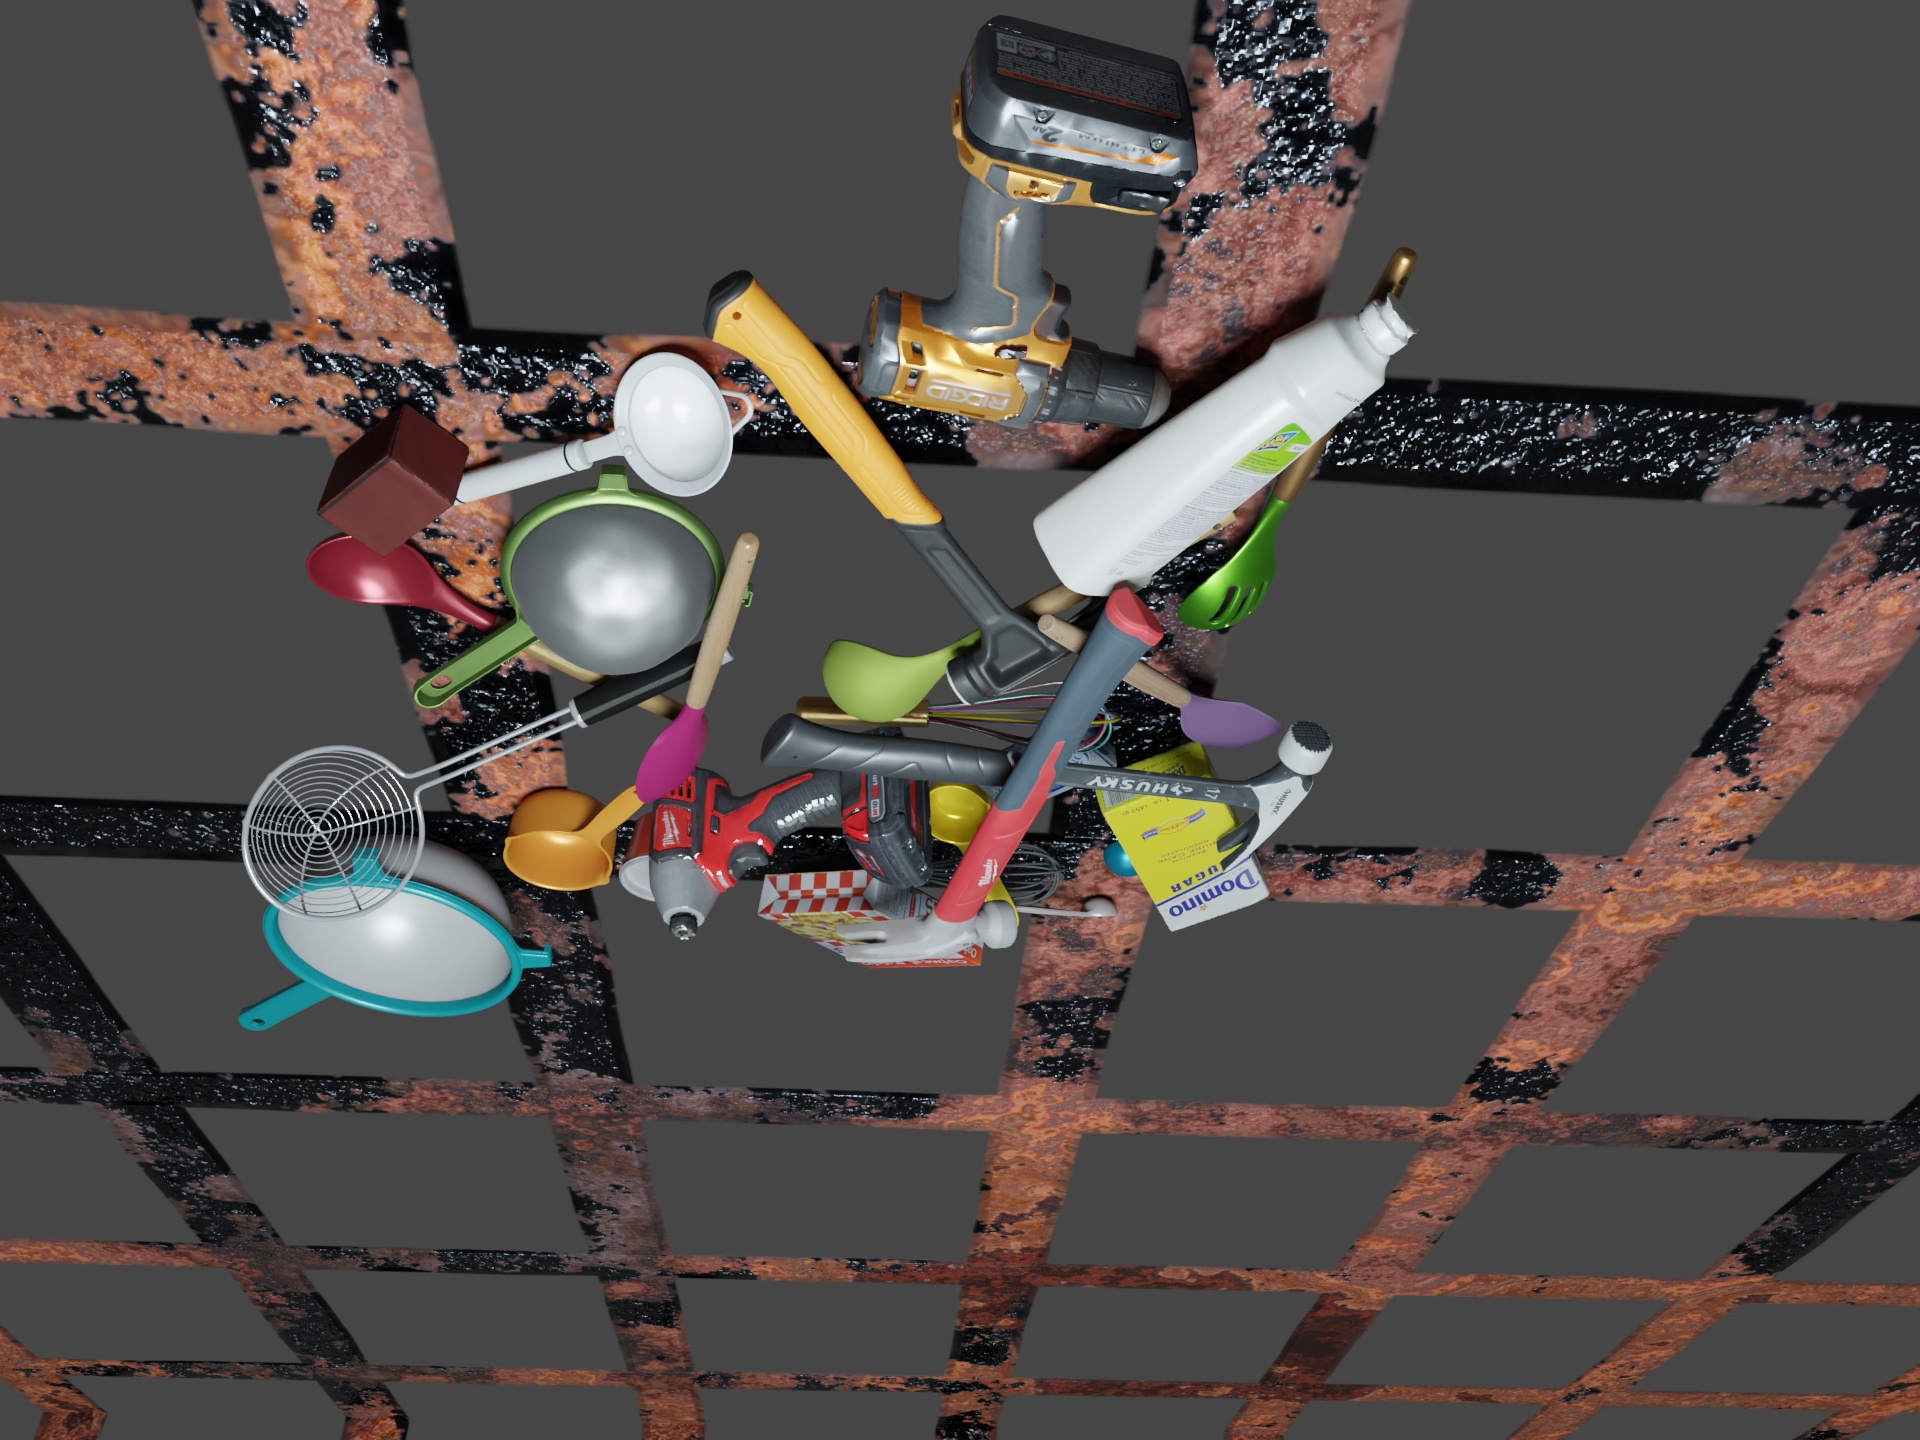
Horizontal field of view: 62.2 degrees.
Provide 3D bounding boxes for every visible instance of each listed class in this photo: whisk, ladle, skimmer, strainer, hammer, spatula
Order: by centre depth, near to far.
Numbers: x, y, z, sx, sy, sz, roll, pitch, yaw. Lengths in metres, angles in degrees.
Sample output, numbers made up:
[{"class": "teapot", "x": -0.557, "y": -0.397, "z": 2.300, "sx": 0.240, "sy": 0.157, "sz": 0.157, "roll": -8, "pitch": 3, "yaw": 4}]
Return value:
[{"class": "hammer", "x": -0.035, "y": -0.146, "z": 0.991, "sx": 0.127, "sy": 0.034, "sz": 0.336, "roll": -29, "pitch": 126, "yaw": 19}, {"class": "strainer", "x": -0.231, "y": -0.169, "z": 0.991, "sx": 0.258, "sy": 0.050, "sz": 0.087, "roll": -11, "pitch": 104, "yaw": 23}, {"class": "strainer", "x": -0.276, "y": -0.056, "z": 1.080, "sx": 0.256, "sy": 0.069, "sz": 0.151, "roll": -28, "pitch": 136, "yaw": 18}, {"class": "hammer", "x": 0.030, "y": 0.052, "z": 1.102, "sx": 0.143, "sy": 0.038, "sz": 0.386, "roll": -2, "pitch": 142, "yaw": -26}, {"class": "ladle", "x": 0.043, "y": -0.081, "z": 1.108, "sx": 0.320, "sy": 0.062, "sz": 0.078, "roll": -26, "pitch": 136, "yaw": 19}, {"class": "spatula", "x": 0.143, "y": -0.022, "z": 1.126, "sx": 0.060, "sy": 0.018, "sz": 0.315, "roll": -24, "pitch": 153, "yaw": 28}, {"class": "skimmer", "x": -0.331, "y": 0.029, "z": 1.136, "sx": 0.363, "sy": 0.090, "sz": 0.127, "roll": -23, "pitch": 109, "yaw": 5}, {"class": "ladle", "x": -0.312, "y": -0.058, "z": 1.139, "sx": 0.315, "sy": 0.031, "sz": 0.069, "roll": 28, "pitch": 129, "yaw": -33}, {"class": "hammer", "x": 0.058, "y": 0.040, "z": 1.168, "sx": 0.408, "sy": 0.036, "sz": 0.149, "roll": 7, "pitch": 136, "yaw": -13}, {"class": "whisk", "x": -0.002, "y": -0.004, "z": 1.198, "sx": 0.245, "sy": 0.047, "sz": 0.051, "roll": 2, "pitch": 129, "yaw": 5}, {"class": "whisk", "x": -0.028, "y": 0.128, "z": 1.358, "sx": 0.239, "sy": 0.055, "sz": 0.055, "roll": 1, "pitch": 141, "yaw": 7}, {"class": "strainer", "x": -0.520, "y": 0.185, "z": 1.388, "sx": 0.340, "sy": 0.095, "sz": 0.210, "roll": -26, "pitch": 131, "yaw": 32}]

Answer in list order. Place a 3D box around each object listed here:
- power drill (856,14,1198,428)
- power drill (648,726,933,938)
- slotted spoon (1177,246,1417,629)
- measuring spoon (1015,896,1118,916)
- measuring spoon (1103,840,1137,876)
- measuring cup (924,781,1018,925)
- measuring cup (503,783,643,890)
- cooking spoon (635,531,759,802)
[{"class": "power drill", "x": 0.056, "y": -0.247, "z": 0.866, "sx": 0.185, "sy": 0.084, "sz": 0.226, "roll": 9, "pitch": 144, "yaw": -14}, {"class": "power drill", "x": -0.137, "y": 0.089, "z": 1.230, "sx": 0.219, "sy": 0.143, "sz": 0.078, "roll": -12, "pitch": 140, "yaw": 11}, {"class": "slotted spoon", "x": 0.213, "y": -0.162, "z": 1.005, "sx": 0.070, "sy": 0.031, "sz": 0.313, "roll": -13, "pitch": 145, "yaw": -28}, {"class": "measuring spoon", "x": 0.089, "y": 0.161, "z": 1.391, "sx": 0.124, "sy": 0.018, "sz": 0.034, "roll": 9, "pitch": 166, "yaw": -40}, {"class": "measuring spoon", "x": 0.187, "y": 0.125, "z": 1.367, "sx": 0.128, "sy": 0.021, "sz": 0.042, "roll": 5, "pitch": 141, "yaw": -4}, {"class": "measuring cup", "x": 0.016, "y": 0.107, "z": 1.308, "sx": 0.062, "sy": 0.029, "sz": 0.156, "roll": -16, "pitch": 121, "yaw": 18}, {"class": "measuring cup", "x": -0.299, "y": 0.075, "z": 1.285, "sx": 0.095, "sy": 0.052, "sz": 0.173, "roll": 30, "pitch": 131, "yaw": -31}, {"class": "cooking spoon", "x": -0.181, "y": -0.028, "z": 1.119, "sx": 0.017, "sy": 0.069, "sz": 0.318, "roll": 47, "pitch": 143, "yaw": 14}]
